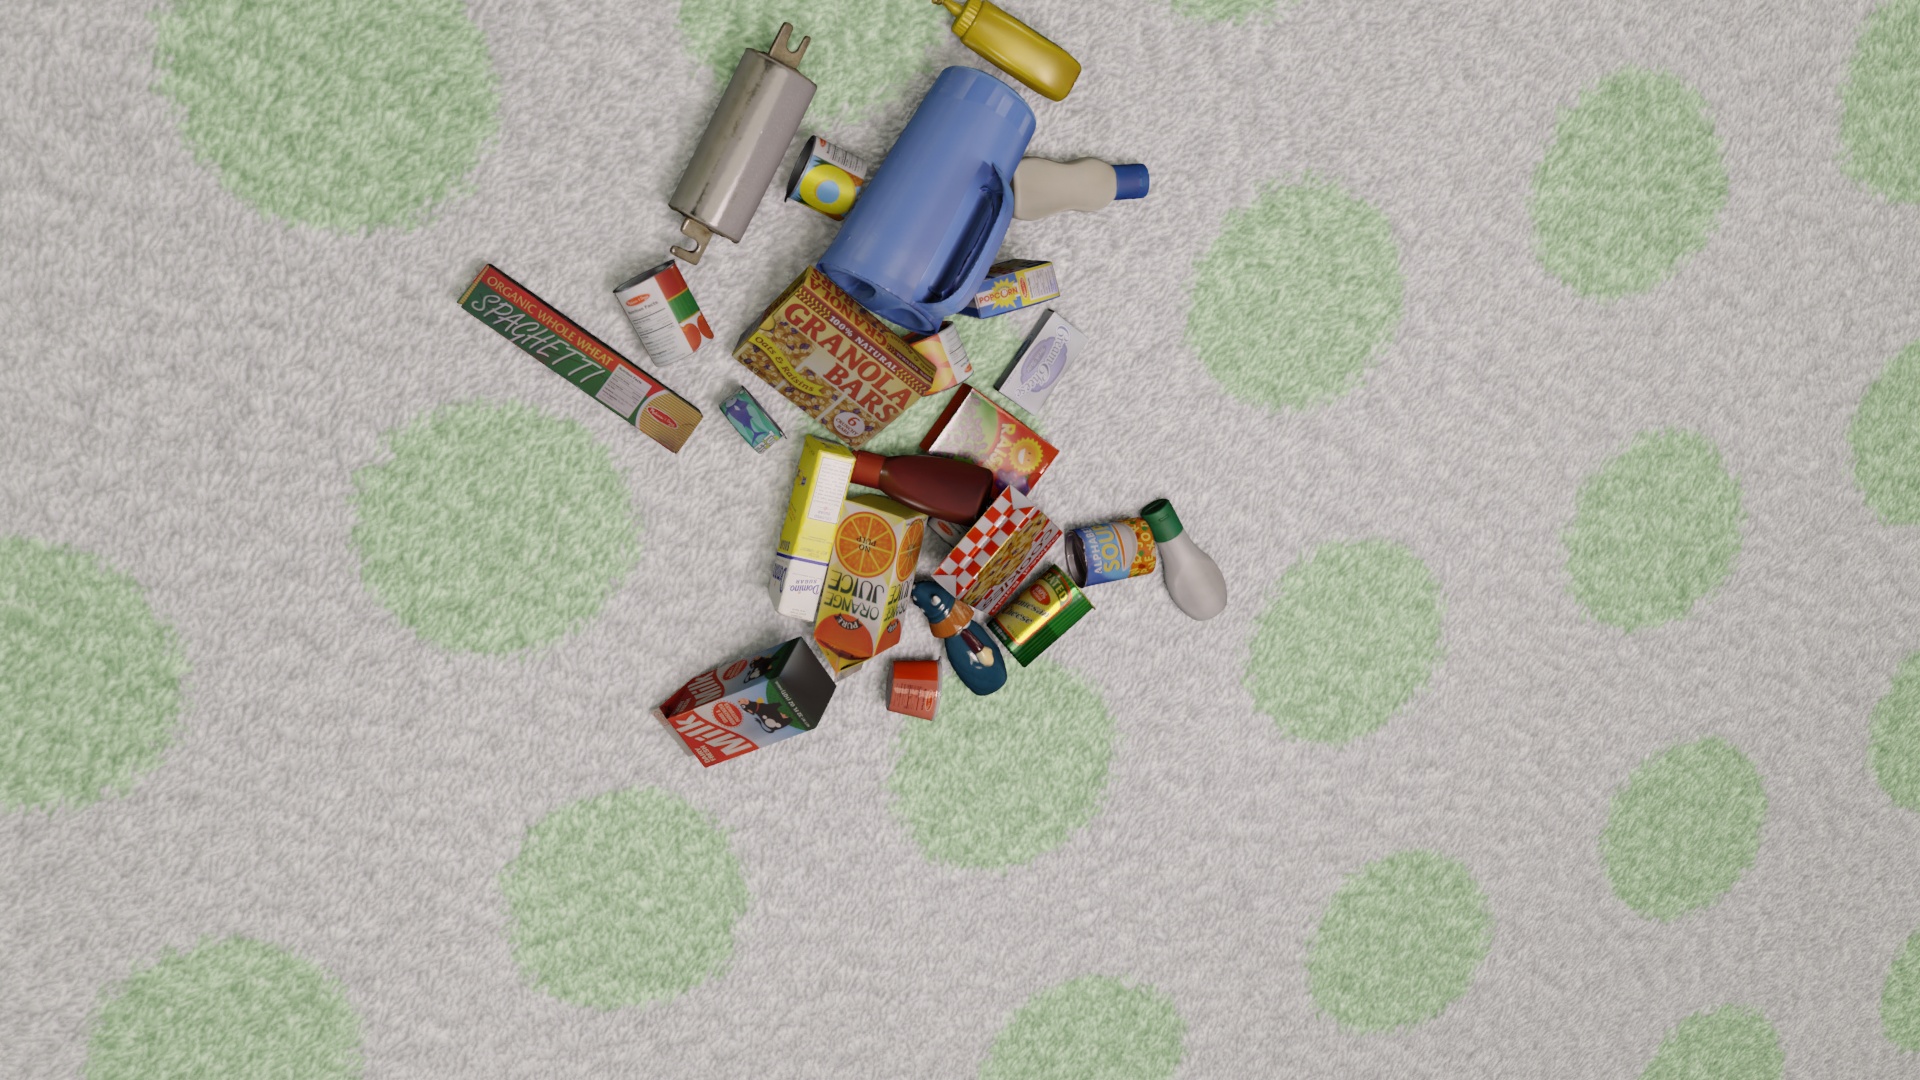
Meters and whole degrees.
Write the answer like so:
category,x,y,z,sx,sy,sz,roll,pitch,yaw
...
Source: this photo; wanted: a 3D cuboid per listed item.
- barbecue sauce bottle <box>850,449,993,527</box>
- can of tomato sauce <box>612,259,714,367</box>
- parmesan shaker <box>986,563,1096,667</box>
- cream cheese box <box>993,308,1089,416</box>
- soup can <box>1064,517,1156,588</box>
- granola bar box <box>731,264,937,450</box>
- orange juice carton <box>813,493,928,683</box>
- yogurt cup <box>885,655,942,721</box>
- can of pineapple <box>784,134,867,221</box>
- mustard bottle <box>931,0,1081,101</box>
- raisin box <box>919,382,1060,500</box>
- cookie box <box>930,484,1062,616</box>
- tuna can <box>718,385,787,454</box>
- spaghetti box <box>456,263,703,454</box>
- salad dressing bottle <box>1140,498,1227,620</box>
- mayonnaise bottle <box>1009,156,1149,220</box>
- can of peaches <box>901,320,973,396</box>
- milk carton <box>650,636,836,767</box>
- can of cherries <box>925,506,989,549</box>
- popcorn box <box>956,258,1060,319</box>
category,x,y,z,sx,sy,sz,roll,pitch,yaw
barbecue sauce bottle,-0.044,-0.061,1.439,0.148,0.043,0.065,15,65,10
can of tomato sauce,-0.286,-0.221,1.349,0.071,0.071,0.083,-29,111,-7
parmesan shaker,0.089,0.085,1.533,0.103,0.071,0.071,-42,112,-2
cream cheese box,0.087,-0.190,1.484,0.053,0.024,0.103,33,94,-23
soup can,0.166,0.012,1.537,0.084,0.071,0.071,-11,108,-13
granola bar box,-0.125,-0.178,1.385,0.165,0.039,0.123,37,129,-21
orange juice carton,-0.098,0.054,1.459,0.073,0.072,0.192,17,102,16
yogurt cup,-0.052,0.161,1.519,0.054,0.072,0.072,7,103,-9
can of pineapple,-0.132,-0.352,1.356,0.058,0.071,0.071,22,98,-20
mustard bottle,0.043,-0.493,1.370,0.160,0.065,0.048,28,100,-17
raisin box,0.031,-0.099,1.485,0.123,0.040,0.086,34,93,-22
cookie box,0.041,0.013,1.458,0.040,0.167,0.123,41,92,17
tuna can,-0.208,-0.119,1.395,0.033,0.071,0.071,-40,111,0
spaghetti box,-0.367,-0.176,1.356,0.250,0.029,0.050,36,93,-21
salad dressing bottle,0.253,0.021,1.579,0.064,0.044,0.147,-32,110,-3
mayonnaise bottle,0.121,-0.367,1.438,0.148,0.041,0.064,-8,108,-15
can of peaches,-0.029,-0.187,1.430,0.071,0.071,0.058,-25,110,-8
milk carton,-0.232,0.174,1.442,0.190,0.074,0.072,-23,113,26
can of cherries,0.005,-0.019,1.487,0.071,0.071,0.058,41,90,-22
popcorn box,0.039,-0.254,1.398,0.085,0.127,0.038,-18,106,-10
